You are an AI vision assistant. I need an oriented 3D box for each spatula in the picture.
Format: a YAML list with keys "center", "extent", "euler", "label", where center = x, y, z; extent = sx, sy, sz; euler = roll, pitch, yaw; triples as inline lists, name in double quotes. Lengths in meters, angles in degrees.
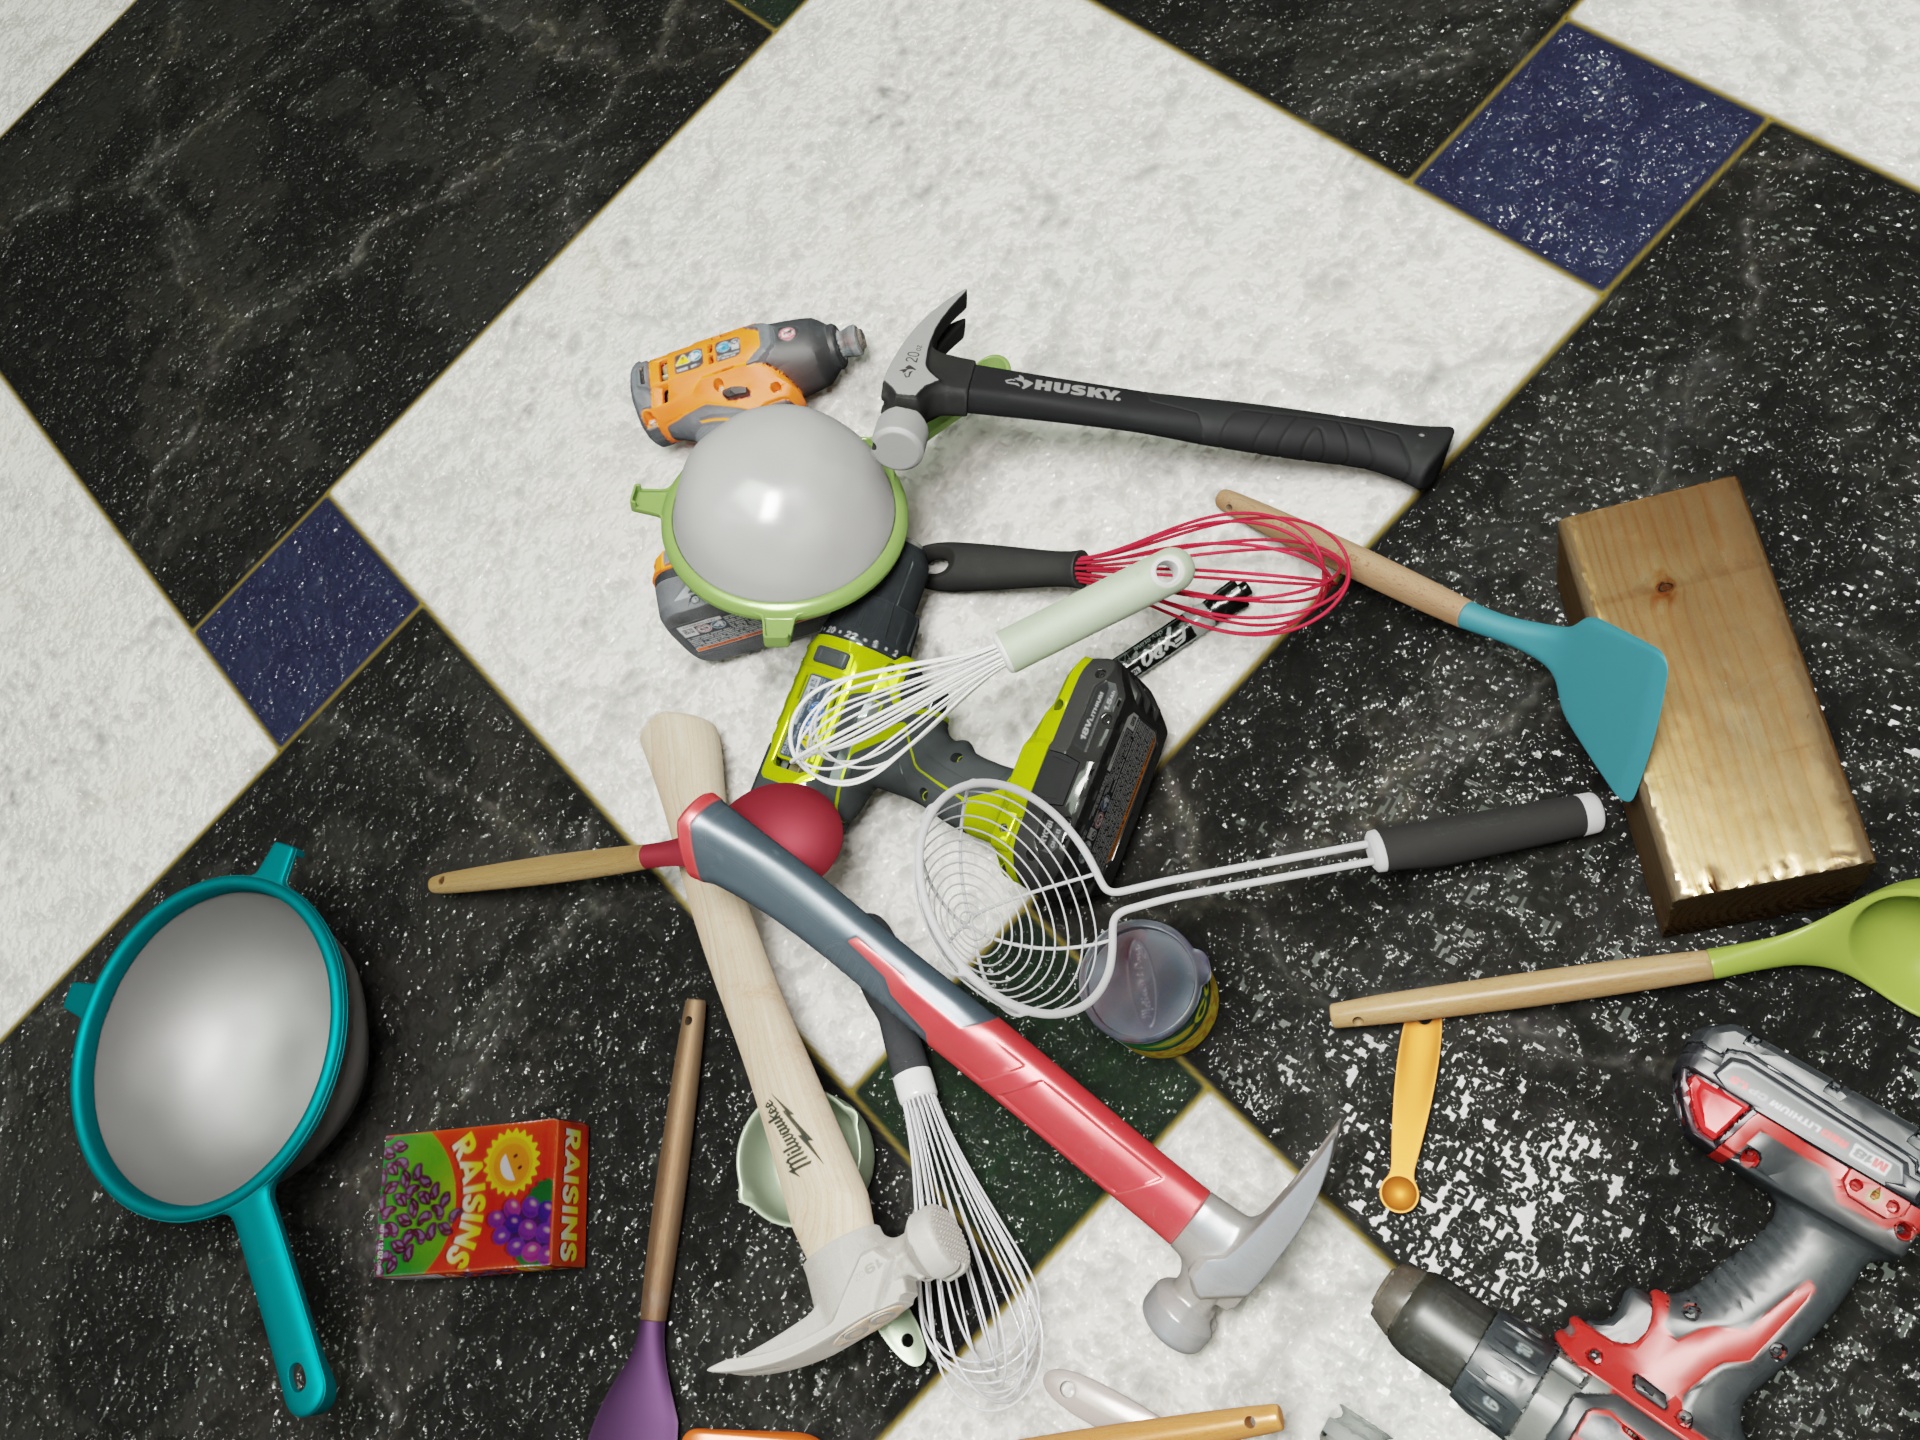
- center: [0.006, 0.382, 0.813]
  extent: [0.322, 0.041, 0.081]
  euler: [-17, 65, 17]
  label: "spatula"
- center: [0.247, -0.066, 0.864]
  extent: [0.044, 0.082, 0.318]
  euler: [-22, 39, -30]
  label: "spatula"
- center: [-0.176, 0.320, 0.920]
  extent: [0.060, 0.018, 0.316]
  euler: [-1, 71, 20]
  label: "spatula"

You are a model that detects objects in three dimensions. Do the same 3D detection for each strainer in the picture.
- center: [-0.422, 0.261, 0.989]
  extent: [0.211, 0.095, 0.341]
  euler: [-33, 65, 8]
  label: "strainer"
- center: [-0.067, -0.168, 0.963]
  extent: [0.256, 0.069, 0.152]
  euler: [-37, 66, -19]
  label: "strainer"

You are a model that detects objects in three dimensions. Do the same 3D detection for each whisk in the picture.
- center: [-0.015, 0.232, 0.879]
  extent: [0.070, 0.070, 0.285]
  euler: [-24, 60, 10]
  label: "whisk"
- center: [0.089, -0.089, 0.945]
  extent: [0.296, 0.073, 0.073]
  euler: [5, 72, 34]
  label: "whisk"
- center: [0.017, -0.033, 0.868]
  extent: [0.246, 0.059, 0.058]
  euler: [-26, 88, -1]
  label: "whisk"

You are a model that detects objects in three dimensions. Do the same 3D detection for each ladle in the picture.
- center: [-0.211, 0.085, 0.971]
  extent: [0.315, 0.031, 0.069]
  euler: [-10, 65, 29]
  label: "ladle"
- center: [0.343, 0.132, 0.784]
  extent: [0.320, 0.078, 0.062]
  euler: [-12, 27, 18]
  label: "ladle"

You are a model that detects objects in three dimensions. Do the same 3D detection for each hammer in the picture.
- center: [0.123, -0.184, 0.945]
  extent: [0.335, 0.035, 0.146]
  euler: [9, 48, 4]
  label: "hammer"
- center: [-0.129, 0.161, 0.921]
  extent: [0.146, 0.038, 0.411]
  euler: [-33, 54, 10]
  label: "hammer"
- center: [0.009, 0.151, 0.836]
  extent: [0.386, 0.038, 0.143]
  euler: [37, 107, 14]
  label: "hammer"

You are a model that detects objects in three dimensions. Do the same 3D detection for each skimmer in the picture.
- center: [0.157, 0.066, 0.800]
  extent: [0.363, 0.090, 0.127]
  euler: [-10, 63, -4]
  label: "skimmer"

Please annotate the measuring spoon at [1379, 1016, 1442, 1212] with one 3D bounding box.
- center: [0.235, 0.197, 0.827]
  extent: [0.021, 0.011, 0.117]
  euler: [6, 69, 21]
  label: "measuring spoon"

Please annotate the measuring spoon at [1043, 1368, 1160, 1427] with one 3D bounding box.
- center: [0.095, 0.363, 0.807]
  extent: [0.124, 0.018, 0.034]
  euler: [19, 78, 25]
  label: "measuring spoon"

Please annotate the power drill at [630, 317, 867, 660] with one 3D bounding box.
- center: [-0.131, -0.167, 1.055]
  extent: [0.164, 0.084, 0.227]
  euler: [-16, 63, 11]
  label: "power drill"

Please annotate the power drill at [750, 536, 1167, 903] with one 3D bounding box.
- center: [-0.001, -0.003, 0.938]
  extent: [0.229, 0.080, 0.190]
  euler: [18, 82, 30]
  label: "power drill"

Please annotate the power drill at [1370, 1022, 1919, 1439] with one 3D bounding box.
- center: [0.321, 0.253, 0.739]
  extent: [0.188, 0.080, 0.227]
  euler: [32, 86, 27]
  label: "power drill"

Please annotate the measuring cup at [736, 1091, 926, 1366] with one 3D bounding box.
- center: [-0.061, 0.282, 0.884]
  extent: [0.083, 0.038, 0.168]
  euler: [-38, 65, 3]
  label: "measuring cup"
